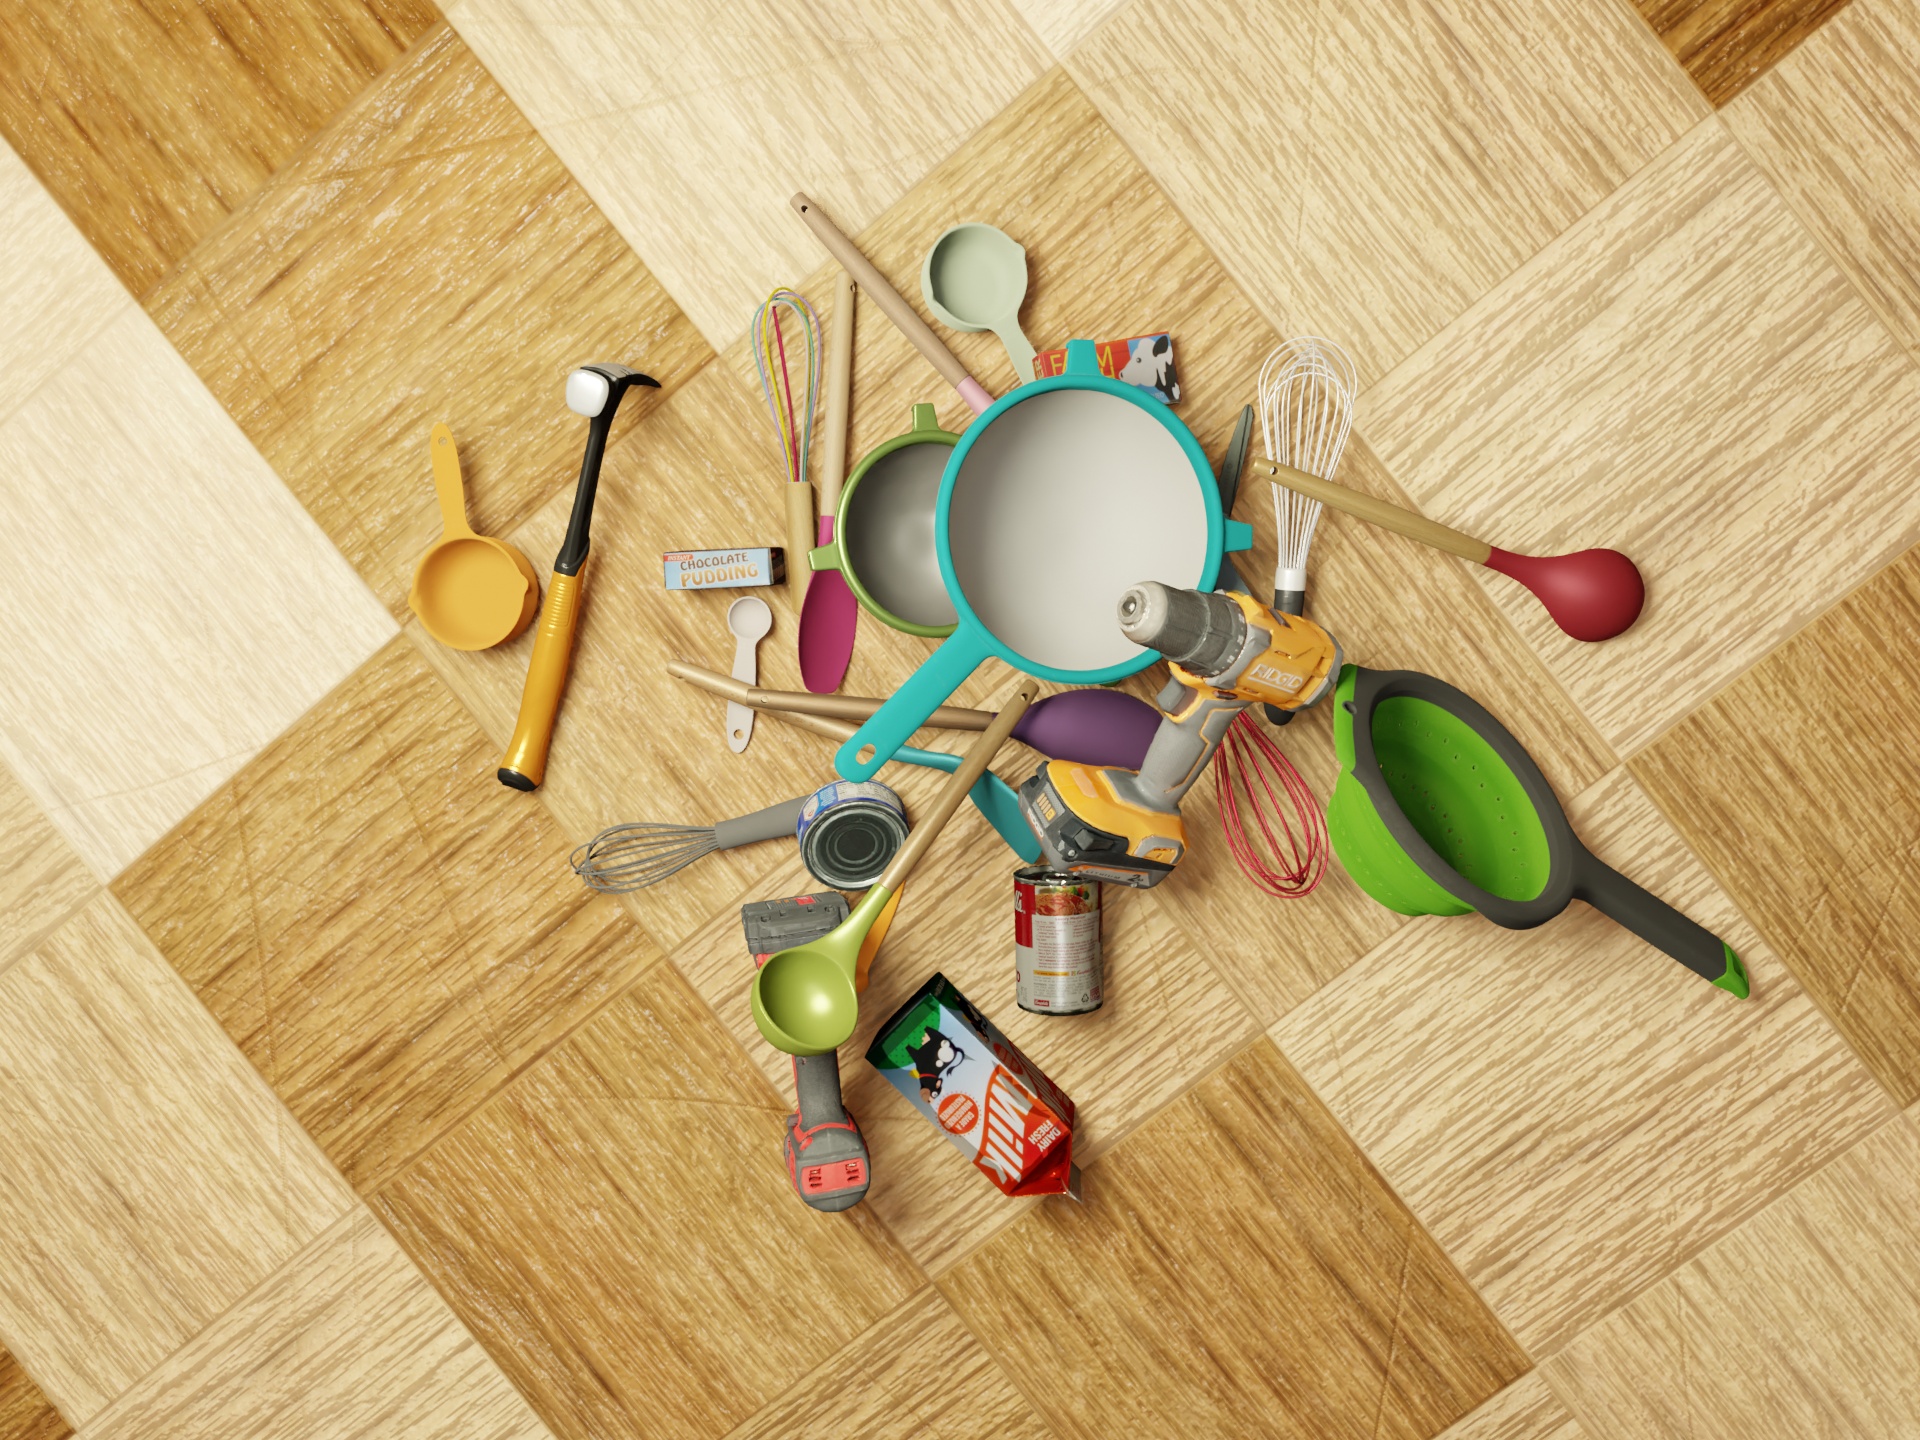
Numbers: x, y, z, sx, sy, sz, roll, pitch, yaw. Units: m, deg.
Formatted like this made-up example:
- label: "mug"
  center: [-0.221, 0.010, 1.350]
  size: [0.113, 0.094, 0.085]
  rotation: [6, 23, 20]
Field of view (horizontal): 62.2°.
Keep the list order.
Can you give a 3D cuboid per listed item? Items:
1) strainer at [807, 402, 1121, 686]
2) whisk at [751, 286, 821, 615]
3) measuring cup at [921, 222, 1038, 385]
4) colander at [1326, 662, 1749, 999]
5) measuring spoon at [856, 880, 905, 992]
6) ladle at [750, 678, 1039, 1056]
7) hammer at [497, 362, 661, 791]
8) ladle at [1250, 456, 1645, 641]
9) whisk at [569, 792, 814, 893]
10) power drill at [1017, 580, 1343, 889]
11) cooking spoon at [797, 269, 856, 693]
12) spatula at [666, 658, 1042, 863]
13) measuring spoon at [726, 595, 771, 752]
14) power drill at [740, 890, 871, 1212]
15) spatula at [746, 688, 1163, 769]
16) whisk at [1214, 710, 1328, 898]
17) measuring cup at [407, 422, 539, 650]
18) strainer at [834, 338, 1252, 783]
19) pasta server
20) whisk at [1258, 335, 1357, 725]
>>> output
- label: "strainer"
  center: [0.014, -0.105, 1.190]
  size: [0.256, 0.069, 0.151]
  rotation: [37, 80, -16]
- label: "whisk"
  center: [-0.128, -0.201, 1.199]
  size: [0.051, 0.047, 0.245]
  rotation: [-2, 98, 4]
- label: "measuring cup"
  center: [0.031, -0.285, 1.177]
  size: [0.083, 0.038, 0.167]
  rotation: [-33, 101, -12]
- label: "colander"
  center: [0.398, 0.113, 1.150]
  size: [0.397, 0.205, 0.094]
  rotation: [31, 132, -14]
- label: "measuring spoon"
  center: [-0.066, 0.159, 1.238]
  size: [0.021, 0.011, 0.117]
  rotation: [20, 96, 3]
- label: "ladle"
  center: [-0.036, 0.097, 1.121]
  size: [0.078, 0.062, 0.320]
  rotation: [37, 76, -4]
- label: "hammer"
  center: [-0.297, -0.105, 1.206]
  size: [0.034, 0.127, 0.336]
  rotation: [18, 106, 2]
- label: "ladle"
  center: [0.352, -0.129, 1.136]
  size: [0.315, 0.031, 0.069]
  rotation: [19, 99, -7]
- label: "whisk"
  center: [-0.185, 0.087, 1.227]
  size: [0.239, 0.055, 0.055]
  rotation: [-14, 94, 2]
- label: "power drill"
  center: [0.132, 0.005, 1.083]
  size: [0.226, 0.185, 0.084]
  rotation: [-53, 44, 25]
- label: "cooking spoon"
  center: [-0.096, -0.179, 1.198]
  size: [0.017, 0.068, 0.319]
  rotation: [4, 91, 33]
- label: "spatula"
  center: [-0.079, 0.022, 1.203]
  size: [0.317, 0.082, 0.044]
  rotation: [21, 63, 4]
- label: "measuring spoon"
  center: [-0.167, -0.036, 1.233]
  size: [0.034, 0.018, 0.124]
  rotation: [8, 102, 3]
- label: "power drill"
  center: [-0.111, 0.244, 1.192]
  size: [0.078, 0.143, 0.220]
  rotation: [-8, 89, -9]
- label: "spatula"
  center: [-0.002, -0.004, 1.193]
  size: [0.316, 0.018, 0.060]
  rotation: [5, 92, -6]
- label: "whisk"
  center: [0.197, -0.008, 1.180]
  size: [0.073, 0.073, 0.296]
  rotation: [-23, 86, 7]
- label: "measuring cup"
  center: [-0.376, -0.140, 1.223]
  size: [0.095, 0.052, 0.173]
  rotation: [-9, 92, 6]
- label: "strainer"
  center: [0.028, -0.086, 1.111]
  size: [0.340, 0.095, 0.211]
  rotation: [-46, 105, -9]
- label: "pasta server"
  center: [-0.016, -0.270, 1.183]
  size: [0.060, 0.040, 0.316]
  rotation: [-42, 90, 7]
- label: "whisk"
  center: [0.244, -0.136, 1.166]
  size: [0.070, 0.070, 0.284]
  rotation: [4, 100, 5]
